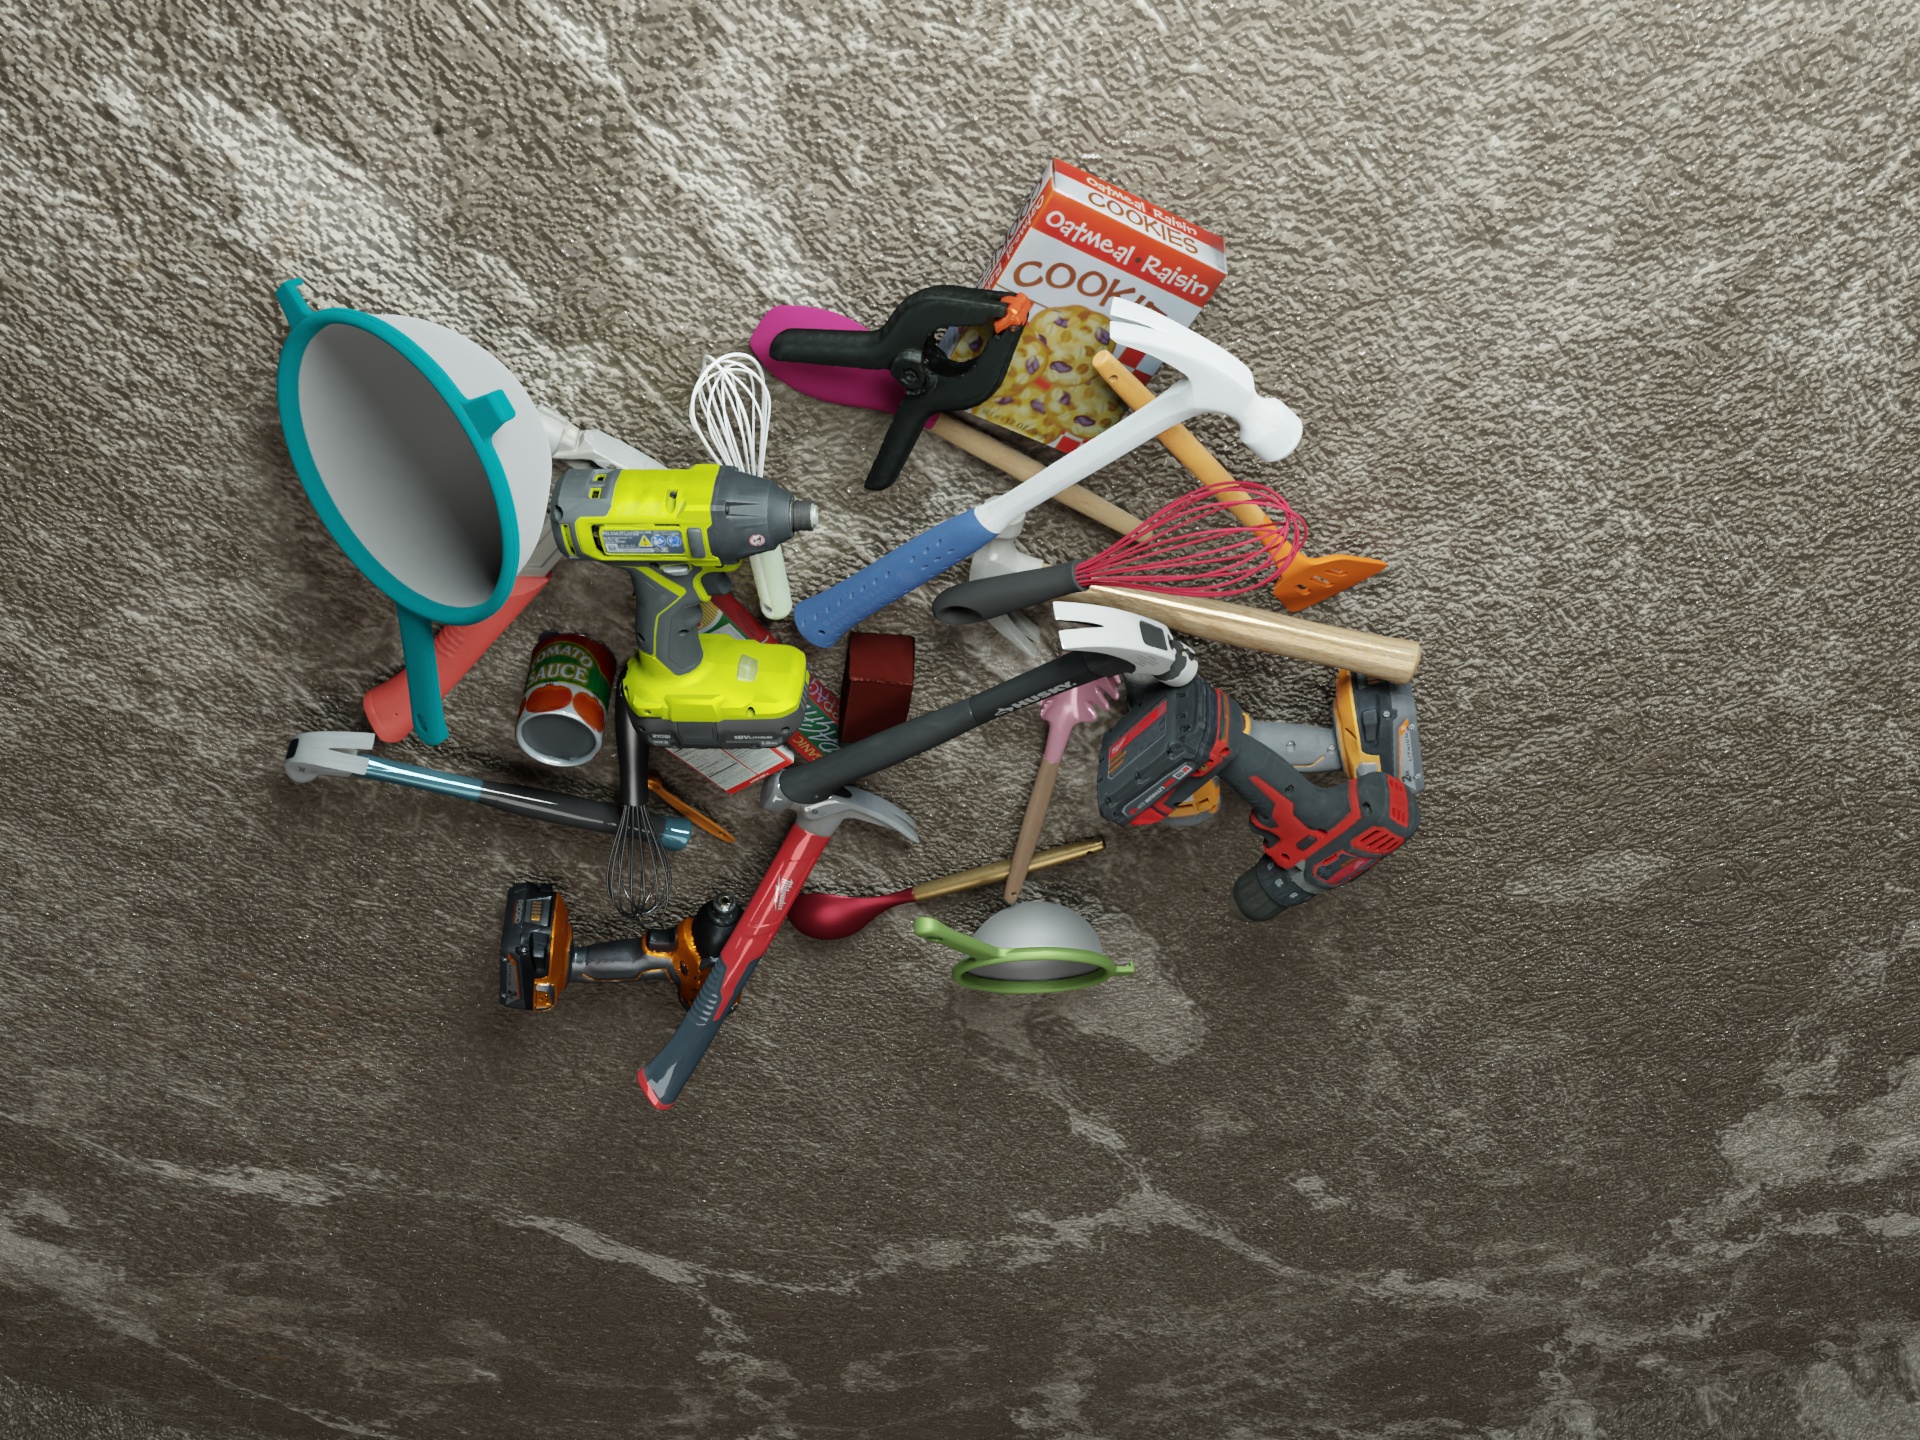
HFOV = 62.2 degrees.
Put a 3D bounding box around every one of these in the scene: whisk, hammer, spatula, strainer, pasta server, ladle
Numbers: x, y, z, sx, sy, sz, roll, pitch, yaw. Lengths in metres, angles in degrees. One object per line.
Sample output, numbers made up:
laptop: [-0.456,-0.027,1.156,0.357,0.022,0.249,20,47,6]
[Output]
whisk: [-0.146,-0.155,1.106,0.059,0.058,0.246,-38,148,-22]
hammer: [-0.182,0.213,1.437,0.143,0.038,0.386,20,117,-23]
hammer: [-0.002,-0.004,1.177,0.335,0.035,0.146,-23,156,29]
spatula: [0.187,-0.157,1.088,0.081,0.041,0.322,-27,136,29]
hammer: [0.169,-0.075,1.164,0.331,0.031,0.130,13,140,2]
strainer: [-0.341,-0.127,1.066,0.211,0.095,0.340,30,136,20]
strainer: [0.037,0.190,1.440,0.151,0.069,0.256,-15,153,31]
hammer: [-0.389,0.062,1.331,0.330,0.033,0.128,15,164,-22]
whisk: [-0.265,0.065,1.305,0.055,0.055,0.238,2,117,-3]
pasta server: [0.072,0.054,1.328,0.060,0.040,0.316,4,134,-9]
hammer: [-0.338,-0.084,1.190,0.149,0.037,0.359,30,129,-29]
whisk: [0.099,-0.104,1.087,0.296,0.073,0.073,-11,139,36]
hammer: [0.022,-0.143,1.070,0.144,0.035,0.405,33,139,-31]
ladle: [-0.017,0.153,1.461,0.315,0.031,0.069,-16,135,15]

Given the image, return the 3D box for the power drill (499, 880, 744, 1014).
power drill: [-0.309,0.209,1.483,0.226,0.084,0.164,5,137,-12]

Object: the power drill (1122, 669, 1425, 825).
power drill: [0.241,-0.001,1.254,0.226,0.084,0.185,-8,136,15]

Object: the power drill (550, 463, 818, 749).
power drill: [-0.176,-0.080,1.111,0.171,0.080,0.223,1,139,4]

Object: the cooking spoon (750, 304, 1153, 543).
cooking spoon: [0.004,-0.193,1.083,0.318,0.017,0.068,24,133,-24]

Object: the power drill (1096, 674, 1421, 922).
power drill: [0.214,0.073,1.232,0.226,0.080,0.188,27,135,-19]

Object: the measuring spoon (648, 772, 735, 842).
measuring spoon: [-0.235,0.076,1.387,0.021,0.011,0.116,-4,146,39]
